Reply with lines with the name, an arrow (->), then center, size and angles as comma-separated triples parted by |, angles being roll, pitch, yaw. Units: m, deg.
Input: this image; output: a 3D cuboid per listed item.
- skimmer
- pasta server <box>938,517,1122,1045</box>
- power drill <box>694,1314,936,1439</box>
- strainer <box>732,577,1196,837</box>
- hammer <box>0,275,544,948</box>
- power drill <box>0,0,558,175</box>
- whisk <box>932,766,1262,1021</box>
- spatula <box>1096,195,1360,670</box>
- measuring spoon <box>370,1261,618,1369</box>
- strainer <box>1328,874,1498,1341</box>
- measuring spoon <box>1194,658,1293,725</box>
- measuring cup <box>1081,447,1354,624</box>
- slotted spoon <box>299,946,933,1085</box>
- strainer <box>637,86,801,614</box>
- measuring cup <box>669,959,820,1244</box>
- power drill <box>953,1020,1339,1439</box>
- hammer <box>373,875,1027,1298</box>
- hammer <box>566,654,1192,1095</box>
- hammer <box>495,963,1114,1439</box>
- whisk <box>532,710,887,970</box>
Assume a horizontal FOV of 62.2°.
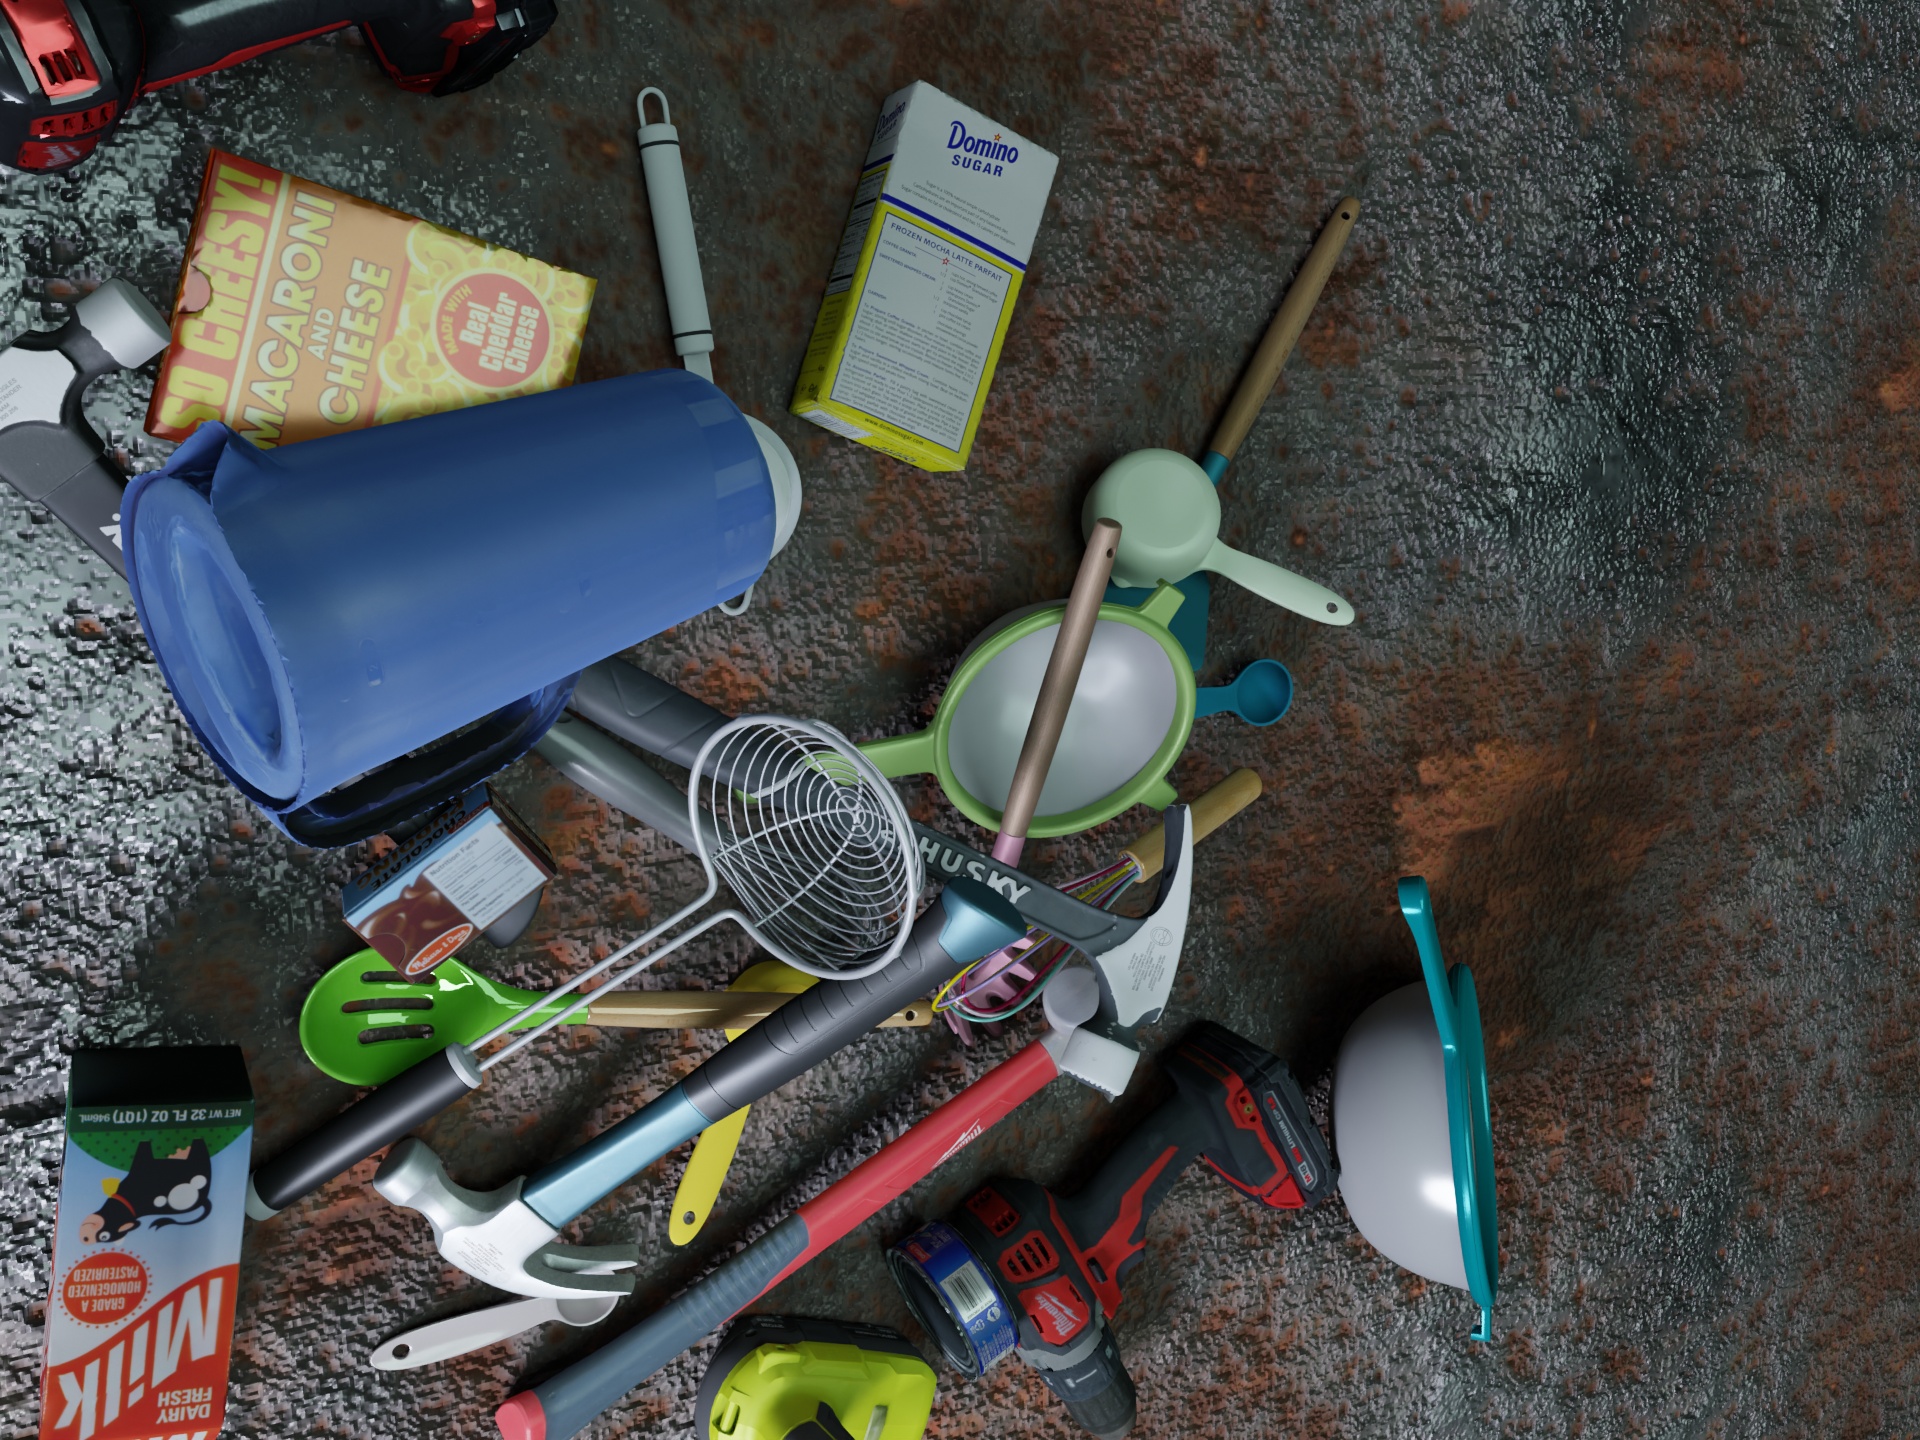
skimmer -> -0.180, 0.126, 0.706 | 0.363, 0.090, 0.127 | -33, 90, 2
pasta server -> 0.040, 0.040, 0.849 | 0.060, 0.040, 0.316 | -10, 127, -39
power drill -> -0.032, 0.396, 0.816 | 0.171, 0.223, 0.080 | 18, 89, -30
strainer -> -0.001, -0.003, 0.873 | 0.256, 0.069, 0.151 | -11, 126, -10
hammer -> -0.302, -0.013, 0.696 | 0.146, 0.035, 0.334 | -38, 121, -4
power drill -> -0.286, -0.274, 0.630 | 0.219, 0.143, 0.078 | -31, 110, -29
whisk -> 0.080, 0.091, 0.873 | 0.245, 0.051, 0.047 | -32, 129, -27
spatula -> 0.168, -0.180, 0.941 | 0.082, 0.044, 0.317 | 28, 82, -3
measuring spoon -> -0.237, 0.304, 0.813 | 0.124, 0.018, 0.034 | -12, 103, -20
strainer -> 0.268, 0.217, 0.985 | 0.211, 0.095, 0.340 | -73, 149, -45
measuring spoon -> 0.143, -0.013, 0.974 | 0.128, 0.021, 0.042 | -8, 102, -18
measuring cup -> 0.149, -0.096, 0.891 | 0.167, 0.038, 0.083 | 25, 77, 1
slotted spoon -> -0.162, 0.147, 0.798 | 0.313, 0.031, 0.070 | 4, 96, -21
strainer -> -0.131, -0.178, 0.782 | 0.087, 0.050, 0.258 | -11, 100, -12
measuring cup -> -0.114, 0.202, 0.839 | 0.062, 0.029, 0.156 | 30, 72, -25
power drill -> 0.120, 0.316, 0.976 | 0.227, 0.080, 0.187 | -34, 112, -17
hammer -> -0.115, 0.174, 0.763 | 0.331, 0.033, 0.128 | -34, 113, 10
hammer -> -0.068, 0.033, 0.778 | 0.408, 0.036, 0.149 | 27, 79, -10
hammer -> -0.071, 0.277, 0.869 | 0.386, 0.038, 0.143 | -33, 149, -13
whisk -> -0.129, 0.063, 0.816 | 0.238, 0.055, 0.055 | 38, 79, -23
